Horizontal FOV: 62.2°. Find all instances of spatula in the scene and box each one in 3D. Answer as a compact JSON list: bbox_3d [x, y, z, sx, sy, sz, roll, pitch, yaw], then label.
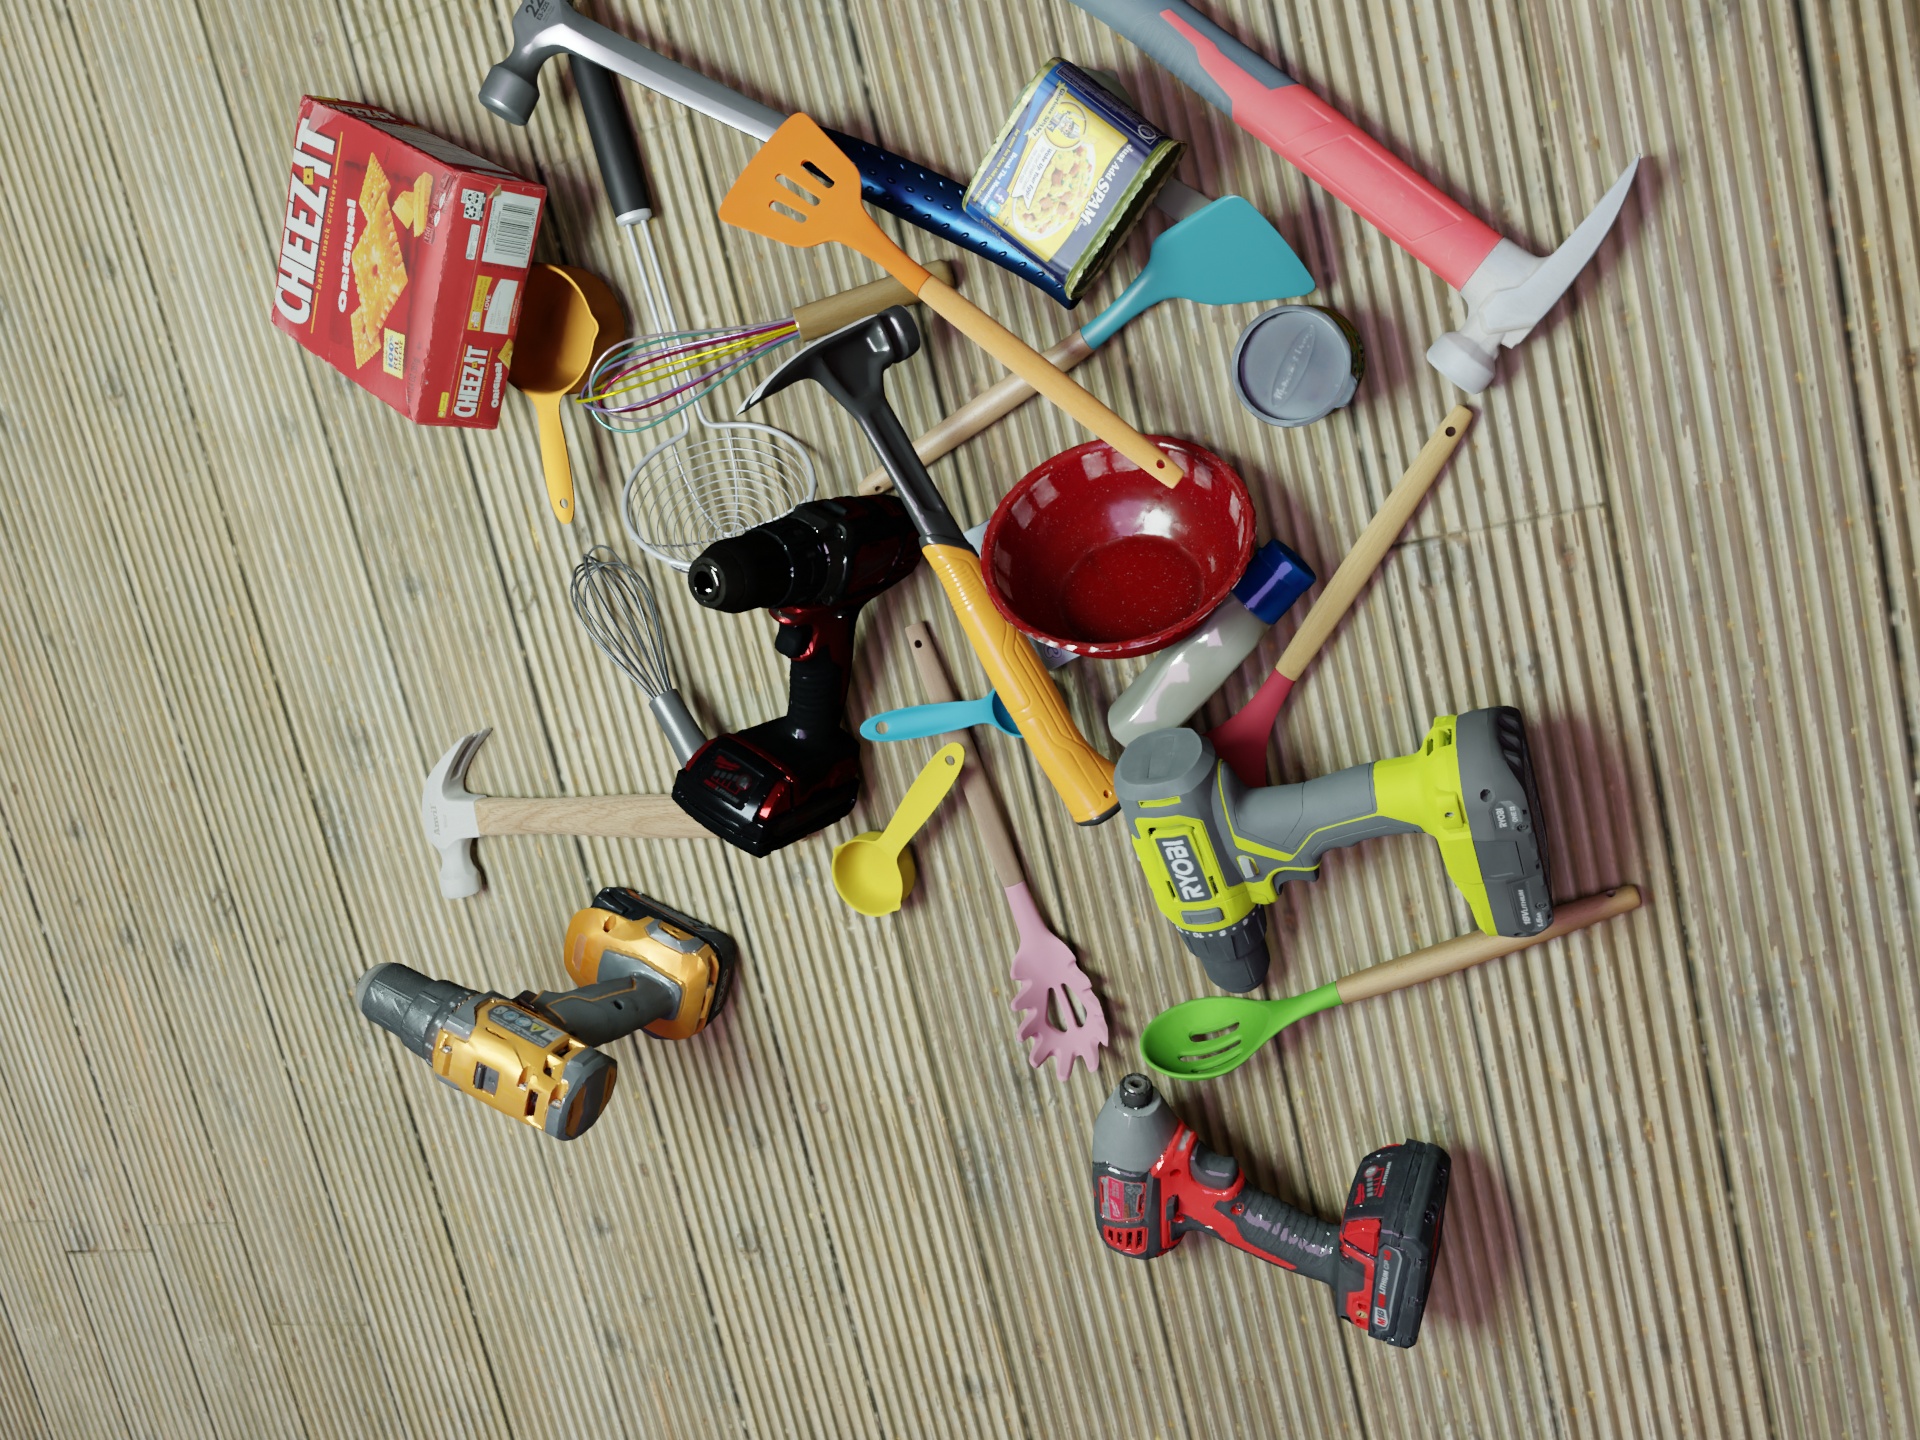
[{"bbox_3d":[0.056,-0.210,0.957,0.317,0.044,0.082,-30,133,30],"label":"spatula"},{"bbox_3d":[0.000,-0.237,0.929,0.322,0.041,0.081,38,92,3],"label":"spatula"}]

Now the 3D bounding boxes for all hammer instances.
[{"bbox_3d":[0.178,-0.353,0.873,0.386,0.038,0.143,41,114,9],"label":"hammer"},{"bbox_3d":[0.000,-0.079,0.958,0.034,0.127,0.337,-18,105,57],"label":"hammer"},{"bbox_3d":[-0.098,-0.362,0.976,0.405,0.035,0.144,28,93,10],"label":"hammer"},{"bbox_3d":[-0.260,0.068,1.171,0.331,0.031,0.130,-2,103,23],"label":"hammer"}]

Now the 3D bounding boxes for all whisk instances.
[{"bbox_3d":[-0.204,-0.016,1.104,0.055,0.055,0.239,-33,83,26],"label":"whisk"},{"bbox_3d":[-0.120,-0.234,0.978,0.245,0.047,0.051,-19,83,-1],"label":"whisk"}]

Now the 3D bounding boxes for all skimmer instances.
[{"bbox_3d":[-0.193,-0.271,1.022,0.127,0.090,0.363,-17,95,-6],"label":"skimmer"}]

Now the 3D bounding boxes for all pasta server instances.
[{"bbox_3d":[0.025,0.084,1.052,0.060,0.040,0.316,-20,94,13],"label":"pasta server"}]

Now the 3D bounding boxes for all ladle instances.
[{"bbox_3d":[0.209,-0.048,0.947,0.069,0.031,0.315,34,112,9],"label":"ladle"}]

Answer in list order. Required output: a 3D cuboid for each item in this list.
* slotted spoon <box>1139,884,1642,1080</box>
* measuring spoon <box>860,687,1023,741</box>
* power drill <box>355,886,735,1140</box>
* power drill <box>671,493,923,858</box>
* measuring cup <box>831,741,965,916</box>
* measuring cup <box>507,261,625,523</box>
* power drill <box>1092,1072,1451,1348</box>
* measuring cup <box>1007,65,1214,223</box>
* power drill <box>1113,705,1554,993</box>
[{"bbox_3d":[0.256,0.159,0.970,0.314,0.070,0.031,-24,118,21],"label":"slotted spoon"},{"bbox_3d":[-0.002,-0.003,1.035,0.128,0.021,0.042,-9,89,9],"label":"measuring spoon"},{"bbox_3d":[-0.283,0.190,1.103,0.185,0.226,0.084,22,111,16],"label":"power drill"},{"bbox_3d":[-0.114,-0.030,0.998,0.080,0.188,0.226,30,118,24],"label":"power drill"},{"bbox_3d":[-0.033,0.068,1.069,0.062,0.029,0.156,41,120,11],"label":"measuring cup"},{"bbox_3d":[-0.268,-0.224,1.088,0.095,0.052,0.173,2,106,22],"label":"measuring cup"},{"bbox_3d":[0.187,0.299,1.003,0.220,0.078,0.143,11,126,23],"label":"power drill"},{"bbox_3d":[0.098,-0.314,0.915,0.168,0.038,0.083,37,114,13],"label":"measuring cup"},{"bbox_3d":[0.220,0.081,0.930,0.228,0.080,0.190,-9,126,23],"label":"power drill"}]
